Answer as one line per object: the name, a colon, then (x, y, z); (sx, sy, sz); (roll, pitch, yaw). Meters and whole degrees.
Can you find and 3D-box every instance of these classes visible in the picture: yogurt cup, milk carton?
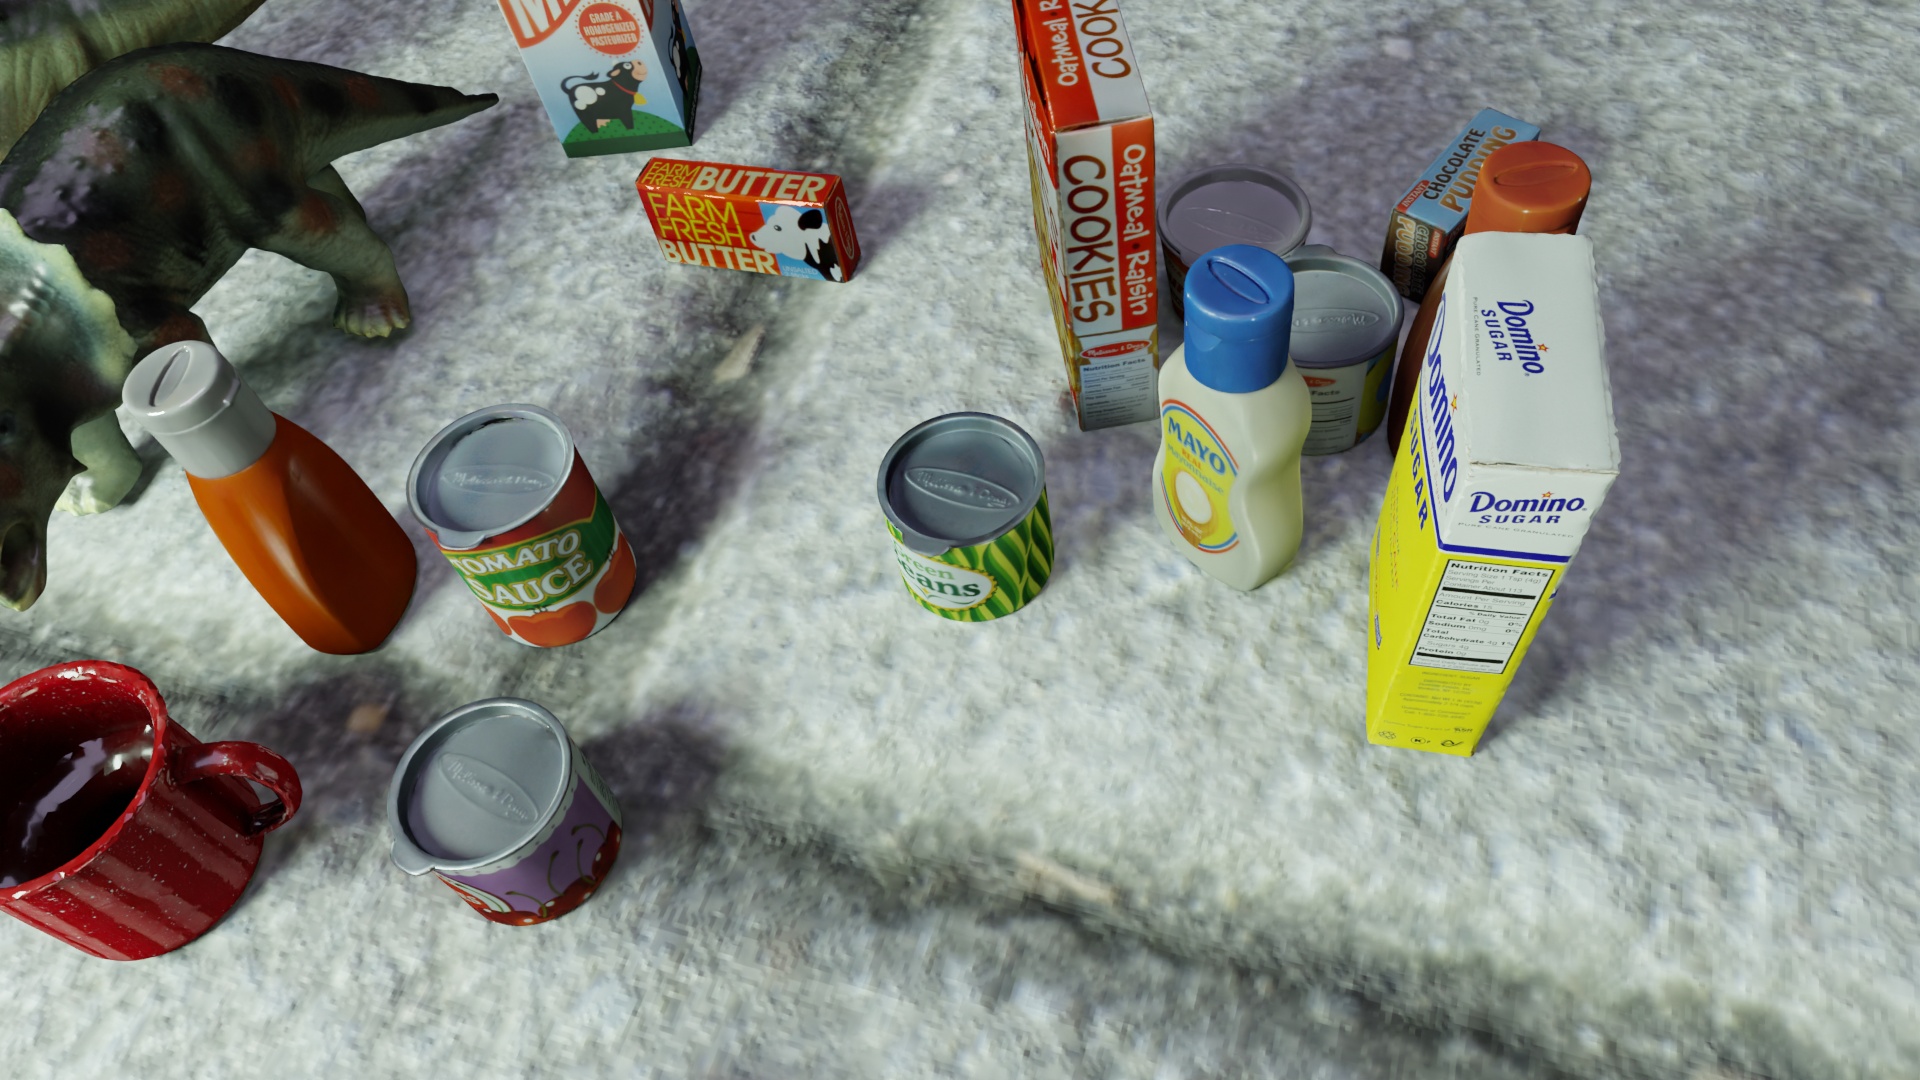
yogurt cup: (0.123, -0.130, 0.632); (0.072, 0.053, 0.073); (-4, 54, 6)
milk carton: (-0.196, -0.296, 0.715); (0.073, 0.189, 0.073); (-5, 54, 5)

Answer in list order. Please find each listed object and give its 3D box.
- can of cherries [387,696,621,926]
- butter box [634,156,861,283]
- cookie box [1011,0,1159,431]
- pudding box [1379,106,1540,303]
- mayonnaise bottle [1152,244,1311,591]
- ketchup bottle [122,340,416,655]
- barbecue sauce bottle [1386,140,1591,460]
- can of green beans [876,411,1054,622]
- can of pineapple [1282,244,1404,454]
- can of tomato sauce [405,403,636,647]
can of cherries: (-0.166, 0.101, 0.507); (0.071, 0.058, 0.072); (-4, 54, 6)
butter box: (-0.105, -0.159, 0.687); (0.103, 0.053, 0.024); (10, 57, 15)
cookie box: (0.052, -0.147, 0.585); (0.040, 0.166, 0.123); (-10, 54, 2)
pudding box: (0.228, -0.153, 0.636); (0.030, 0.049, 0.084); (33, 65, 27)
mayonnaise bottle: (0.100, -0.044, 0.516); (0.041, 0.147, 0.065); (-35, 57, -16)
ketchup bottle: (-0.269, -0.016, 0.551); (0.043, 0.148, 0.065); (-1, 55, 8)
barbecue sauce bottle: (0.203, -0.082, 0.528); (0.065, 0.147, 0.044); (-10, 54, 2)
can of green beans: (0.003, -0.009, 0.561); (0.071, 0.057, 0.071); (-4, 54, 6)
can of pineapple: (0.151, -0.080, 0.590); (0.071, 0.057, 0.071); (-4, 54, 6)
can of tomato sauce: (-0.176, -0.003, 0.568); (0.071, 0.082, 0.071); (-4, 54, 6)
